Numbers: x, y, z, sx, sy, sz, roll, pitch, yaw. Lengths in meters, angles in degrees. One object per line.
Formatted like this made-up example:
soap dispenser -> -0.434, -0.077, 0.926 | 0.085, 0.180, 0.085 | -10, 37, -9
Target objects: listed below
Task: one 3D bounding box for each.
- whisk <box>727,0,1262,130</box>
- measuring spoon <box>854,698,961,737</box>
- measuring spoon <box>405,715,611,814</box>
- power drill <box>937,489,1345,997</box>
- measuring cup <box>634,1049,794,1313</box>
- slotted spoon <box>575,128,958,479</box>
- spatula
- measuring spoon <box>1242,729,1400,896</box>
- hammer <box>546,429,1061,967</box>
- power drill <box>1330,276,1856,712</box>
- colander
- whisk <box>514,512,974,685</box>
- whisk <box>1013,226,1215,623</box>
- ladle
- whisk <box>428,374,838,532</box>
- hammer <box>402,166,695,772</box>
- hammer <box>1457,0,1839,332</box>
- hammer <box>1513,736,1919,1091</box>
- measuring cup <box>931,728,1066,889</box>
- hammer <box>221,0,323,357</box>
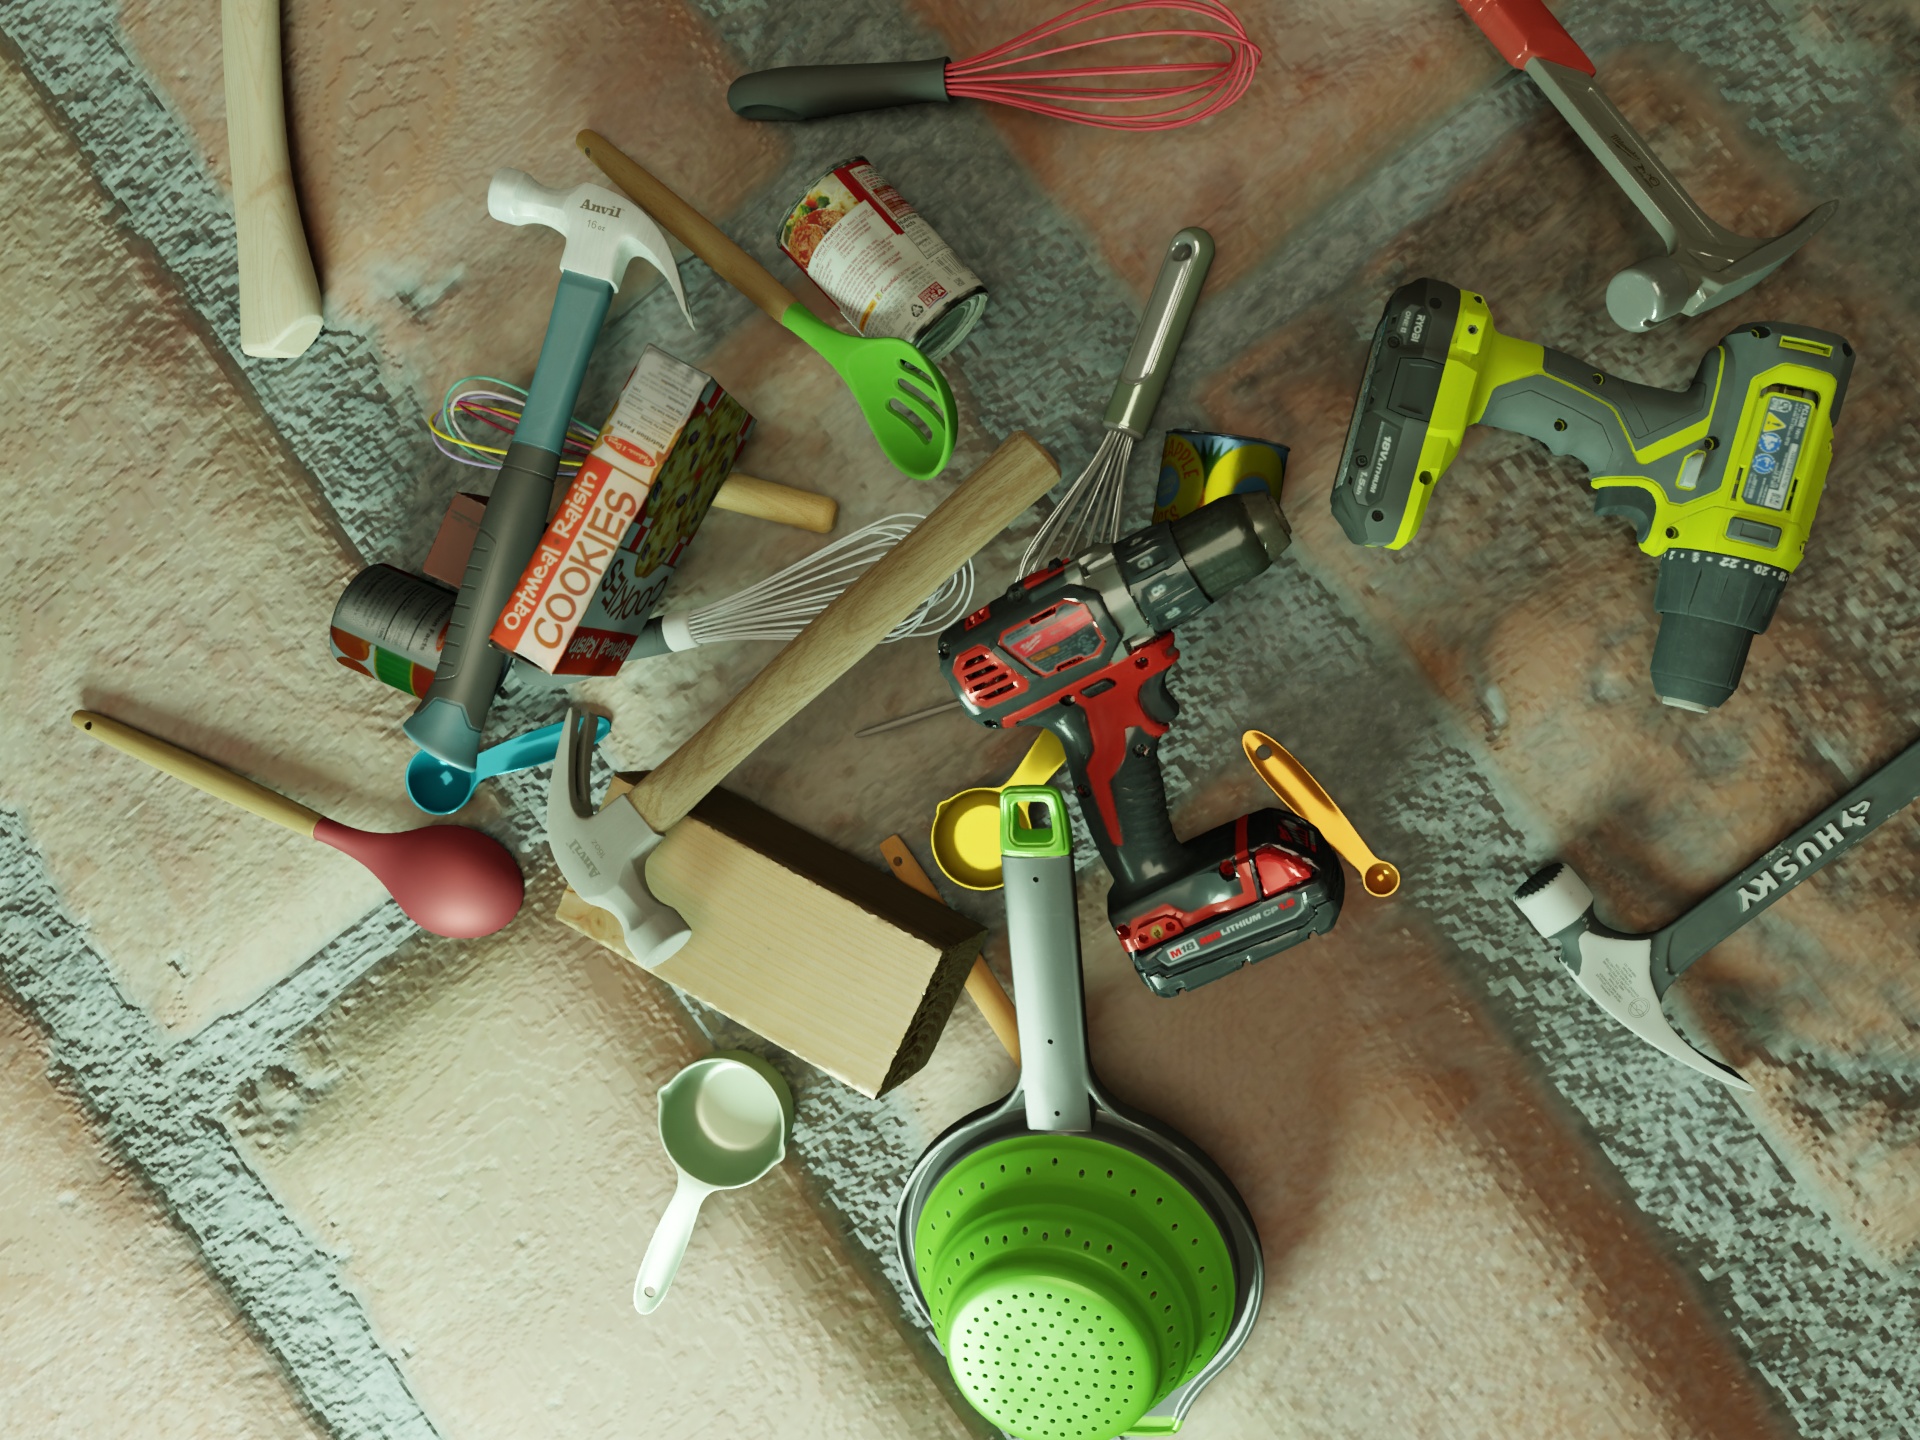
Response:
whisk -> 0.012, -0.347, 0.855 | 0.296, 0.073, 0.073 | 1, 94, 16
measuring spoon -> -0.001, -0.003, 0.893 | 0.124, 0.034, 0.018 | -16, 96, 16
measuring spoon -> -0.268, 0.022, 0.952 | 0.128, 0.021, 0.042 | -18, 89, 2
power drill -> 0.117, 0.008, 0.816 | 0.188, 0.080, 0.226 | -27, 100, 17
measuring cup -> -0.151, 0.270, 0.932 | 0.083, 0.038, 0.167 | 25, 99, 8
slotted spoon -> -0.108, -0.238, 0.868 | 0.314, 0.031, 0.070 | 42, 139, 19
spatula -> 0.049, 0.201, 0.899 | 0.081, 0.041, 0.323 | -35, 83, 11
measuring spoon -> 0.196, 0.050, 0.869 | 0.021, 0.011, 0.117 | -43, 82, 11
hammer -> -0.081, -0.030, 0.826 | 0.331, 0.031, 0.130 | -43, 75, 1
power drill -> 0.311, -0.118, 0.804 | 0.228, 0.080, 0.190 | 15, 95, 6
colander -> 0.046, 0.231, 0.814 | 0.204, 0.094, 0.397 | -1, 108, 15
whisk -> -0.129, -0.059, 0.901 | 0.284, 0.070, 0.070 | -12, 91, 15
whisk -> 0.084, -0.149, 0.860 | 0.058, 0.059, 0.246 | 23, 94, 36
ladle -> -0.412, 0.055, 0.974 | 0.315, 0.031, 0.069 | 22, 97, 10
whisk -> -0.188, -0.149, 0.914 | 0.245, 0.047, 0.051 | 15, 95, 5
hammer -> -0.239, -0.136, 0.875 | 0.128, 0.033, 0.331 | 15, 84, 2
hammer -> 0.281, -0.357, 0.797 | 0.149, 0.036, 0.359 | -28, 78, -26
hammer -> 0.491, 0.024, 0.799 | 0.409, 0.036, 0.149 | -39, 87, 10
measuring cup -> 0.043, 0.027, 0.892 | 0.062, 0.029, 0.156 | 38, 87, 7
hammer -> -0.428, -0.424, 0.942 | 0.146, 0.038, 0.410 | 0, 94, 12
